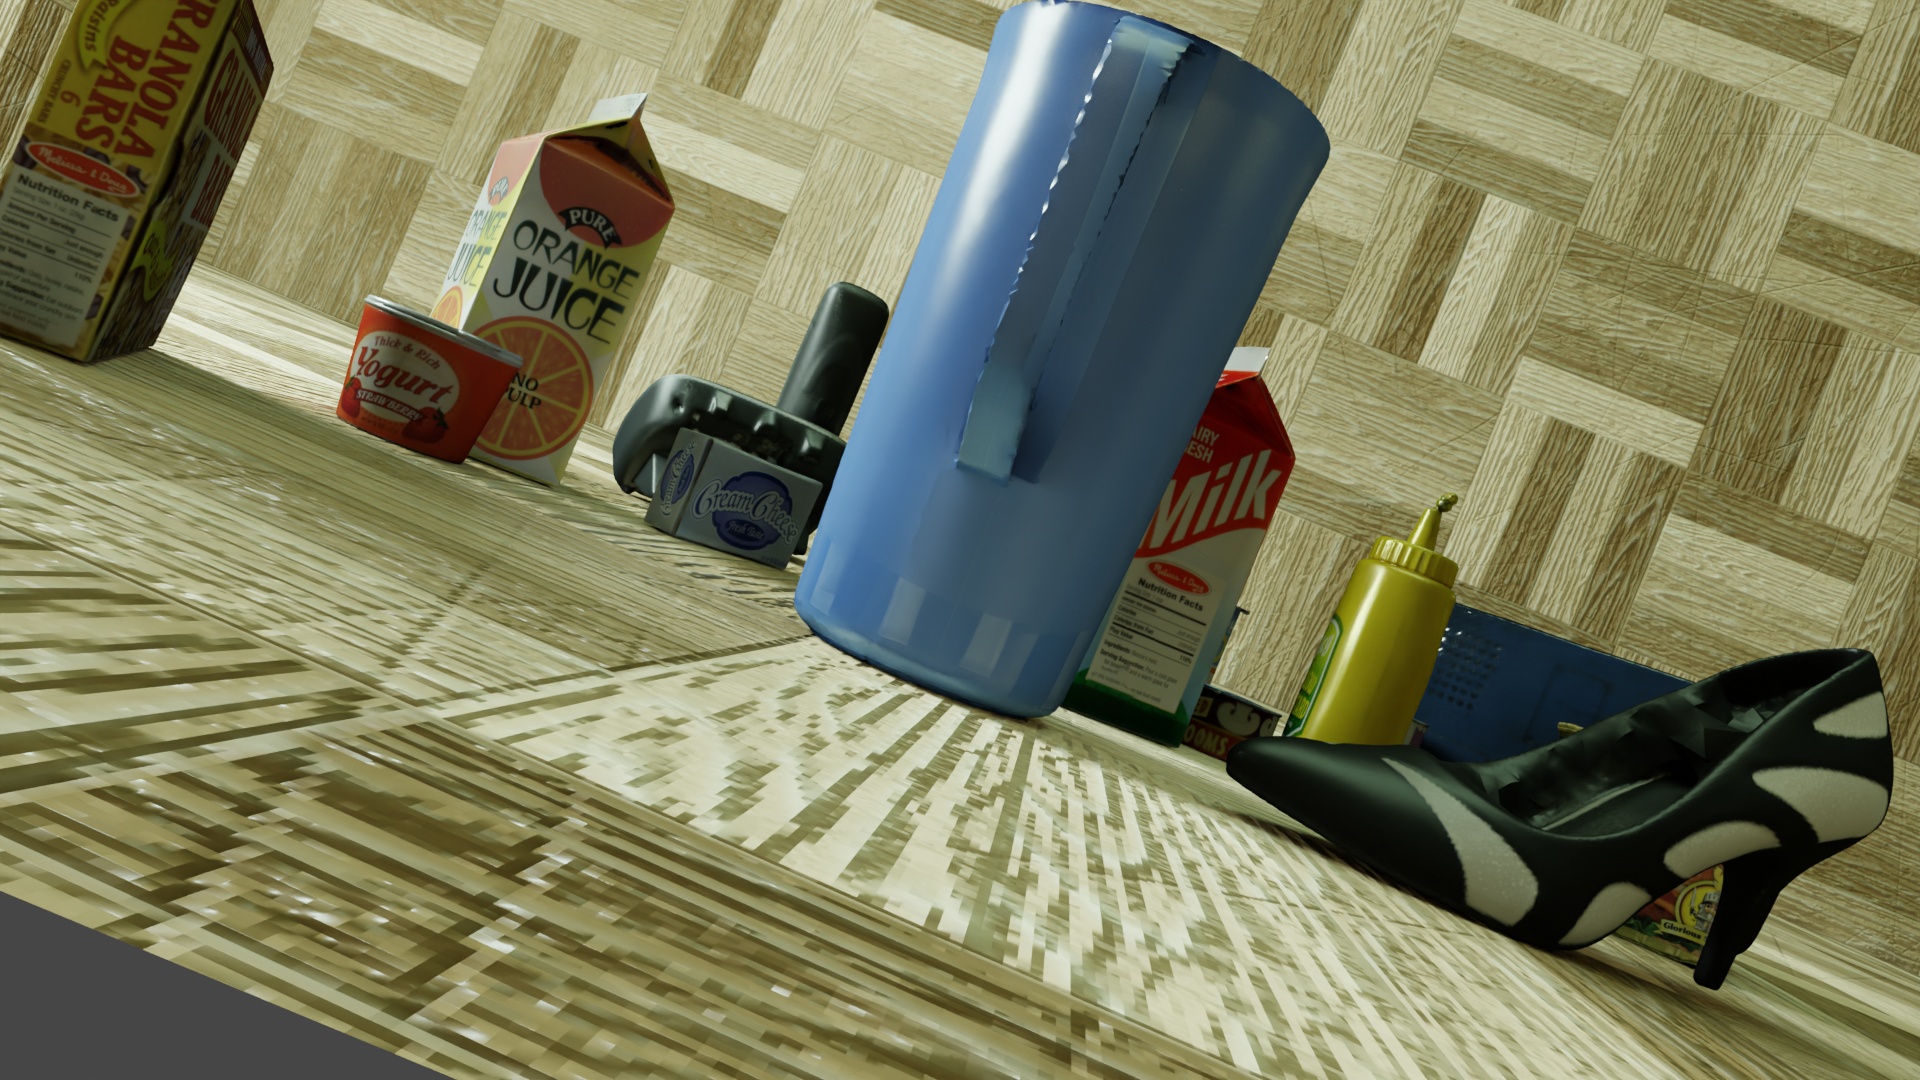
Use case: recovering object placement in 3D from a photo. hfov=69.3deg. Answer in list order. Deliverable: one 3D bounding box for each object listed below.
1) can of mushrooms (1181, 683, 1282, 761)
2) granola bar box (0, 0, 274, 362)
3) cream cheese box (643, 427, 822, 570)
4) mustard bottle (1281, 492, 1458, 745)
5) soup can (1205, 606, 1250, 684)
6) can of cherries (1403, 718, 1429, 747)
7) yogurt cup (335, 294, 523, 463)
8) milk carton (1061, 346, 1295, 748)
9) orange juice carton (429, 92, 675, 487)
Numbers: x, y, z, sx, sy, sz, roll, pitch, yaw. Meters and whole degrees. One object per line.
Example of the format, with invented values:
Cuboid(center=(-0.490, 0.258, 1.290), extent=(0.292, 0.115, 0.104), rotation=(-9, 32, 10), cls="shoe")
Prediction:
Cuboid(center=(0.132, 0.094, 0.734), extent=(0.071, 0.033, 0.071), rotation=(22, 0, 0), cls="can of mushrooms")
Cuboid(center=(-0.278, -0.126, 0.472), extent=(0.039, 0.124, 0.165), rotation=(23, -1, -25), cls="granola bar box")
Cuboid(center=(-0.117, -0.020, 0.731), extent=(0.024, 0.053, 0.104), rotation=(22, -1, 29), cls="cream cheese box")
Cuboid(center=(0.193, 0.050, 0.644), extent=(0.049, 0.160, 0.065), rotation=(22, -1, 5), cls="mustard bottle")
Cuboid(center=(0.139, 0.071, 0.904), extent=(0.071, 0.083, 0.071), rotation=(23, -1, 0), cls="soup can")
Cuboid(center=(0.212, 0.114, 0.756), extent=(0.071, 0.058, 0.071), rotation=(23, -1, 0), cls="can of cherries")
Cuboid(center=(-0.229, -0.067, 0.593), extent=(0.072, 0.054, 0.072), rotation=(23, -1, 0), cls="yogurt cup")
Cuboid(center=(0.096, -0.006, 0.672), extent=(0.073, 0.190, 0.072), rotation=(23, -1, -21), cls="milk carton")
Cuboid(center=(-0.204, -0.131, 0.685), extent=(0.073, 0.192, 0.072), rotation=(23, -1, -35), cls="orange juice carton")
